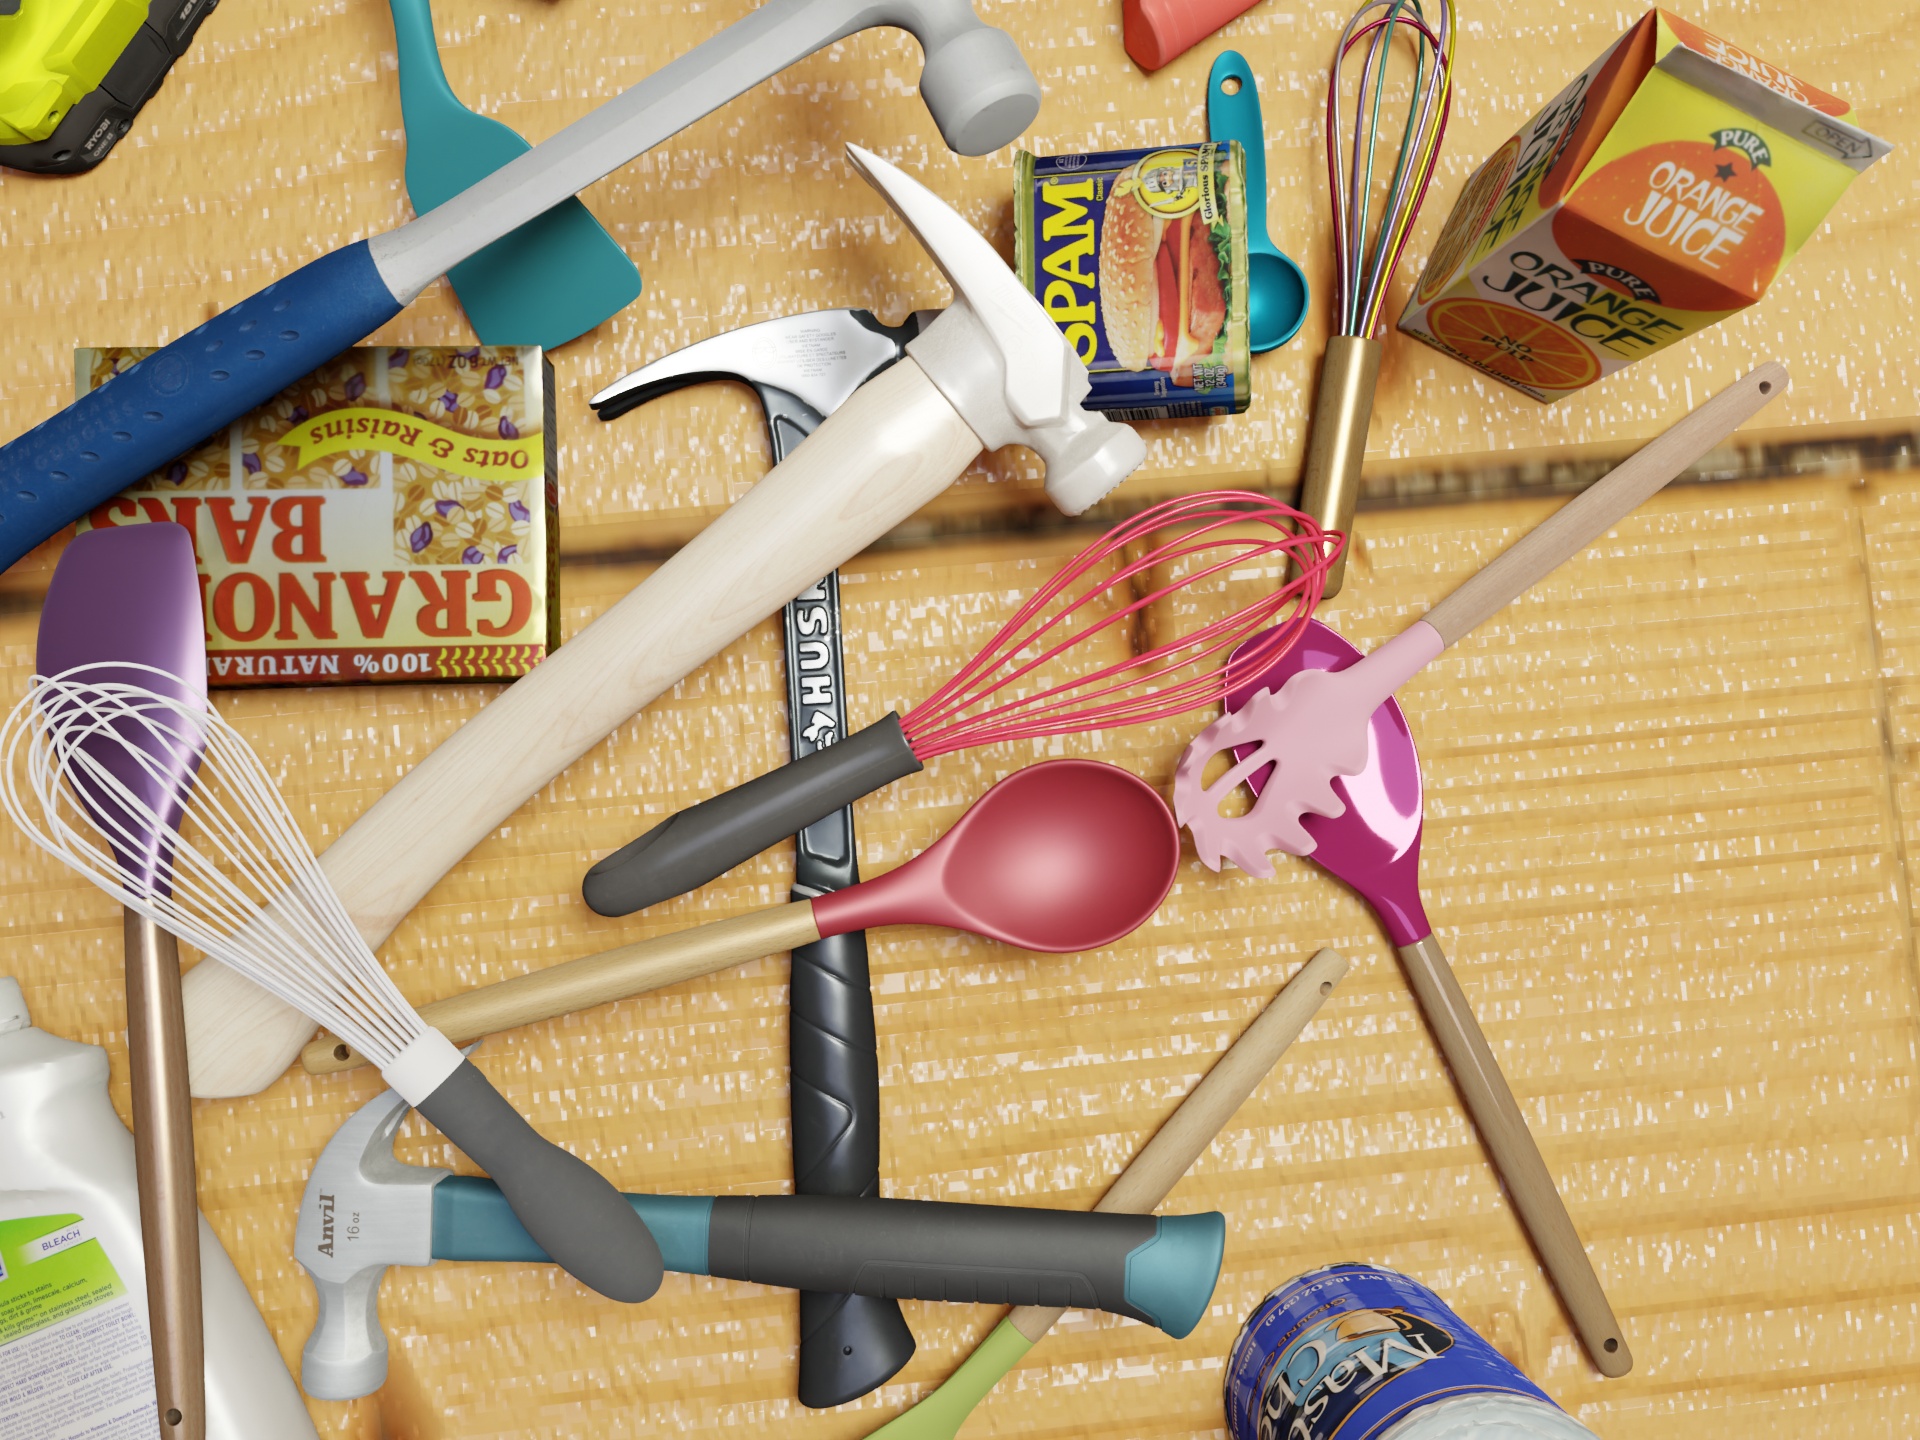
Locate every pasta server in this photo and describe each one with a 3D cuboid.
[{"bbox_3d":[0.205,-0.048,0.609,0.316,0.040,0.060,-36,99,-9],"label":"pasta server"}]

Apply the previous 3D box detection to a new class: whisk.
[{"bbox_3d":[0.155,-0.169,0.623,0.047,0.051,0.245,9,91,18],"label":"whisk"},{"bbox_3d":[-0.199,0.091,0.522,0.070,0.070,0.284,-44,97,-4],"label":"whisk"},{"bbox_3d":[-0.001,-0.002,0.558,0.296,0.073,0.073,-26,90,3],"label":"whisk"}]

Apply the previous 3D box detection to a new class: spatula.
[{"bbox_3d":[-0.279,0.087,0.544,0.060,0.018,0.316,-8,83,-1],"label":"spatula"},{"bbox_3d":[-0.201,-0.291,0.571,0.082,0.044,0.317,-15,93,34],"label":"spatula"}]

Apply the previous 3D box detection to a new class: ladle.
[{"bbox_3d":[-0.076,0.079,0.565,0.315,0.031,0.069,-15,86,-4],"label":"ladle"},{"bbox_3d":[0.046,0.212,0.589,0.320,0.062,0.078,-48,118,-7],"label":"ladle"}]

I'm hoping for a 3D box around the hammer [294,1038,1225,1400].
[{"bbox_3d":[-0.074,0.185,0.565,0.331,0.033,0.128,2,92,6],"label":"hammer"}]

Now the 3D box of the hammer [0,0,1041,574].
[{"bbox_3d":[-0.182,-0.159,0.527,0.405,0.035,0.144,-28,79,7],"label":"hammer"}]

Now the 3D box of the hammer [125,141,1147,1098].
[{"bbox_3d":[-0.136,-0.018,0.557,0.410,0.038,0.146,-40,99,3],"label":"hammer"}]

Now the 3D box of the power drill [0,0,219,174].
[{"bbox_3d":[-0.324,-0.280,0.500,0.080,0.223,0.171,33,86,-2],"label":"power drill"}]

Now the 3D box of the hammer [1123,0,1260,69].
[{"bbox_3d":[0.217,-0.366,0.633,0.359,0.036,0.149,-37,90,-5],"label":"hammer"}]

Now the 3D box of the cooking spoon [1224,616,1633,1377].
[{"bbox_3d":[0.187,0.109,0.620,0.069,0.017,0.319,-25,89,-7],"label":"cooking spoon"}]

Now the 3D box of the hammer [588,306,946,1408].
[{"bbox_3d":[-0.056,0.049,0.599,0.149,0.036,0.409,-3,88,-3],"label":"hammer"}]

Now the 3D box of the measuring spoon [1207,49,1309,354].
[{"bbox_3d":[0.113,-0.204,0.632,0.042,0.021,0.129,-6,79,11],"label":"measuring spoon"}]
